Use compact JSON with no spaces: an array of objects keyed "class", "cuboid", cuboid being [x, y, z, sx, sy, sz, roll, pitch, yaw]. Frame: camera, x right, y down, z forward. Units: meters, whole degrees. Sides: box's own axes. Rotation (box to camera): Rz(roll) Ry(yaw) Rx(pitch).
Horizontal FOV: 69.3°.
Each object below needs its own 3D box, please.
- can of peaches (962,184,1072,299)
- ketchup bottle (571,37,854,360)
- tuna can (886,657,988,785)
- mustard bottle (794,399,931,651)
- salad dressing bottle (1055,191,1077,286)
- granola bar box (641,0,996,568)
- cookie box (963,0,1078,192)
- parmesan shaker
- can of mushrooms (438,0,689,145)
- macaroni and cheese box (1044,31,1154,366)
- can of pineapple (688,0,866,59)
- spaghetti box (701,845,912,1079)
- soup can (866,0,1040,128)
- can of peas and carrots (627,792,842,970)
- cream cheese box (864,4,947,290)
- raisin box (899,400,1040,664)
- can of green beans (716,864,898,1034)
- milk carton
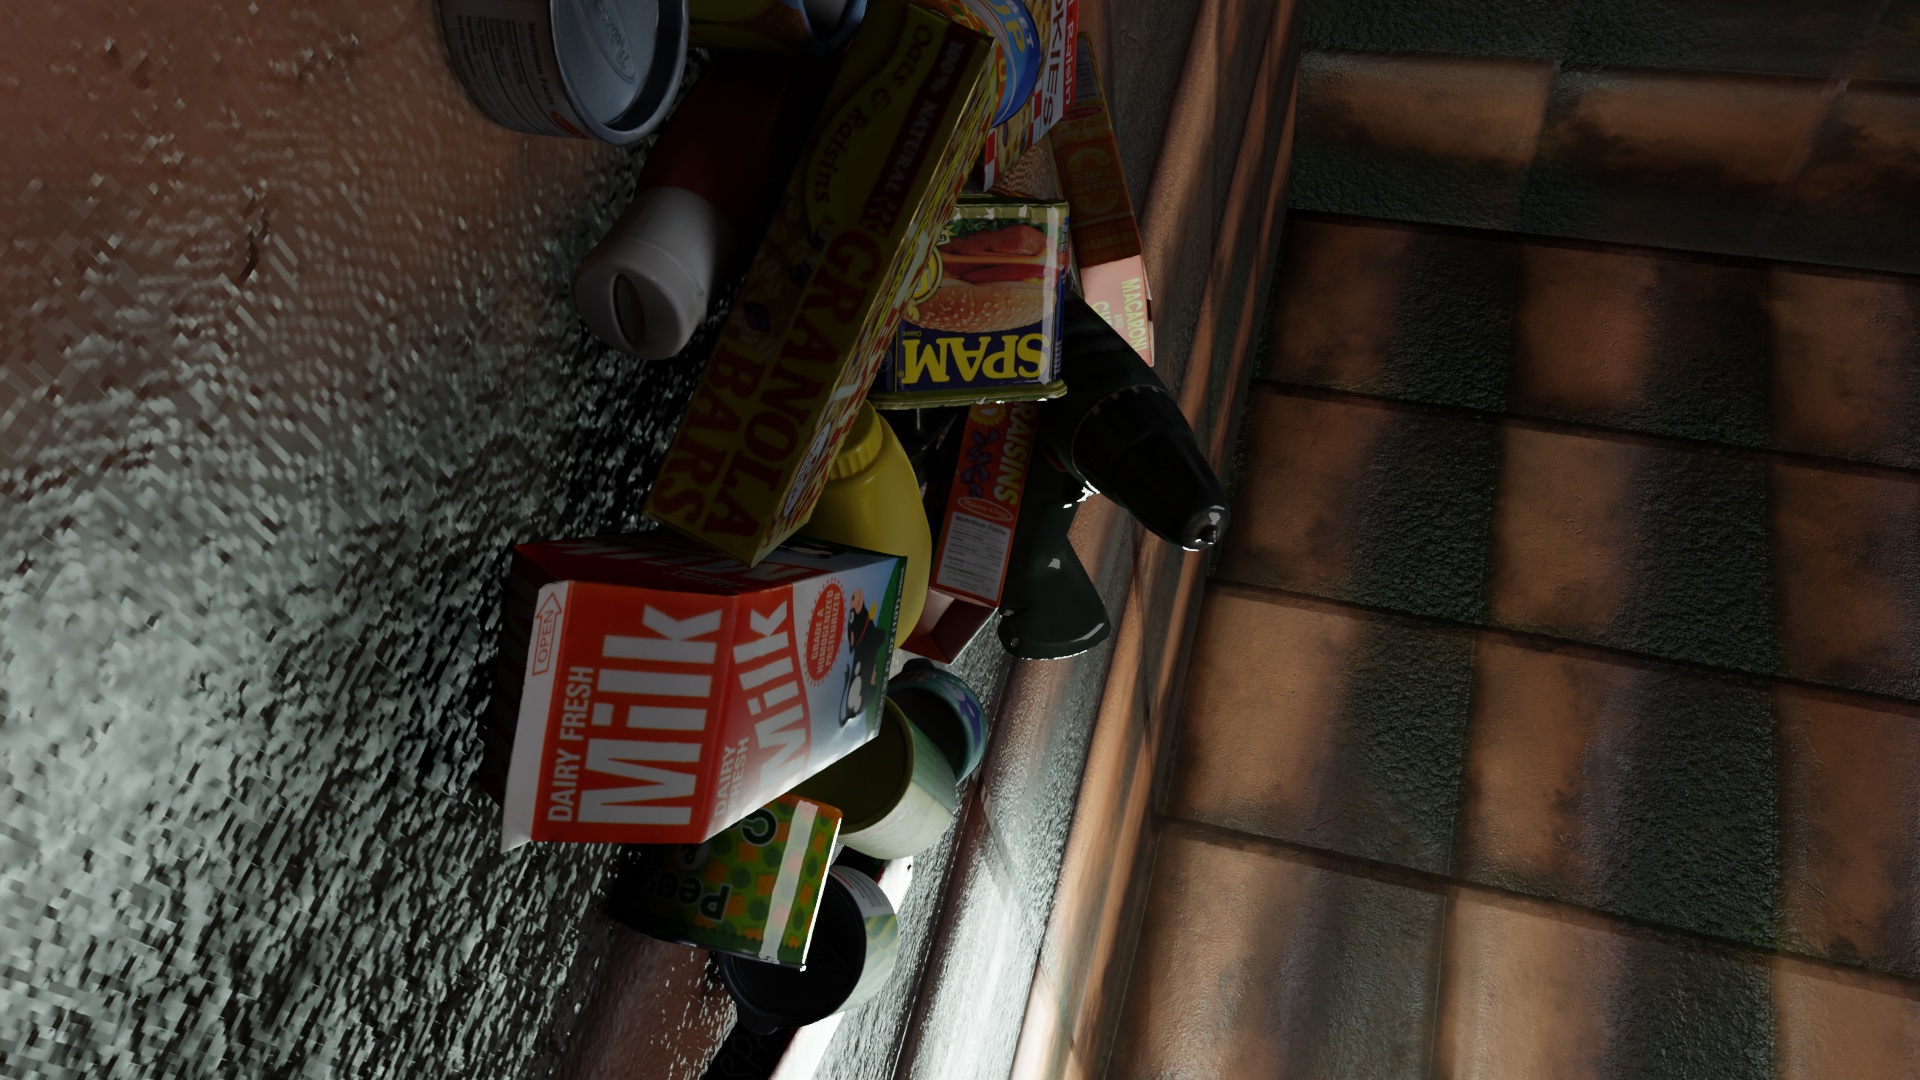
[{"class":"can of peaches","cuboid":[0.020,-0.146,0.710,0.058,0.071,0.071,-27,126,-71]},{"class":"ketchup bottle","cuboid":[-0.071,-0.116,0.438,0.064,0.043,0.149,96,13,-49]},{"class":"tuna can","cuboid":[-0.022,0.098,0.721,0.033,0.071,0.071,-17,116,-73]},{"class":"mustard bottle","cuboid":[-0.047,-0.017,0.585,0.159,0.049,0.065,80,25,-51]},{"class":"salad dressing bottle","cuboid":[0.098,-0.220,1.005,0.147,0.044,0.064,37,63,-73]},{"class":"granola bar box","cuboid":[-0.040,-0.081,0.451,0.124,0.039,0.165,-76,-168,-82]},{"class":"cookie box","cuboid":[0.021,-0.262,0.700,0.168,0.040,0.122,-58,154,-53]},{"class":"parmesan shaker","cuboid":[-0.046,0.111,0.647,0.103,0.071,0.071,62,40,-68]},{"class":"can of mushrooms","cuboid":[-0.097,-0.136,0.349,0.071,0.033,0.071,8,91,-75]},{"class":"macaroni and cheese box","cuboid":[0.081,-0.202,0.844,0.123,0.040,0.167,66,13,-64]},{"class":"can of pineapple","cuboid":[-0.063,-0.174,0.404,0.071,0.058,0.071,8,91,-76]},{"class":"spaghetti box","cuboid":[-0.076,0.221,0.669,0.251,0.029,0.050,-55,151,-59]},{"class":"soup can","cuboid":[-0.008,-0.198,0.573,0.084,0.071,0.071,-54,150,-59]},{"class":"can of peas and carrots","cuboid":[-0.082,0.119,0.506,0.070,0.071,0.059,59,42,-68]},{"class":"cream cheese box","cuboid":[-0.037,-0.148,0.525,0.024,0.053,0.103,-19,118,-72]},{"class":"raisin box","cuboid":[0.003,-0.009,0.720,0.085,0.040,0.124,122,-17,-60]},{"class":"can of green beans","cuboid":[-0.065,0.175,0.605,0.057,0.071,0.071,49,52,-72]},{"class":"milk carton","cuboid":[-0.083,0.038,0.433,0.191,0.073,0.072,-15,115,-74]}]
